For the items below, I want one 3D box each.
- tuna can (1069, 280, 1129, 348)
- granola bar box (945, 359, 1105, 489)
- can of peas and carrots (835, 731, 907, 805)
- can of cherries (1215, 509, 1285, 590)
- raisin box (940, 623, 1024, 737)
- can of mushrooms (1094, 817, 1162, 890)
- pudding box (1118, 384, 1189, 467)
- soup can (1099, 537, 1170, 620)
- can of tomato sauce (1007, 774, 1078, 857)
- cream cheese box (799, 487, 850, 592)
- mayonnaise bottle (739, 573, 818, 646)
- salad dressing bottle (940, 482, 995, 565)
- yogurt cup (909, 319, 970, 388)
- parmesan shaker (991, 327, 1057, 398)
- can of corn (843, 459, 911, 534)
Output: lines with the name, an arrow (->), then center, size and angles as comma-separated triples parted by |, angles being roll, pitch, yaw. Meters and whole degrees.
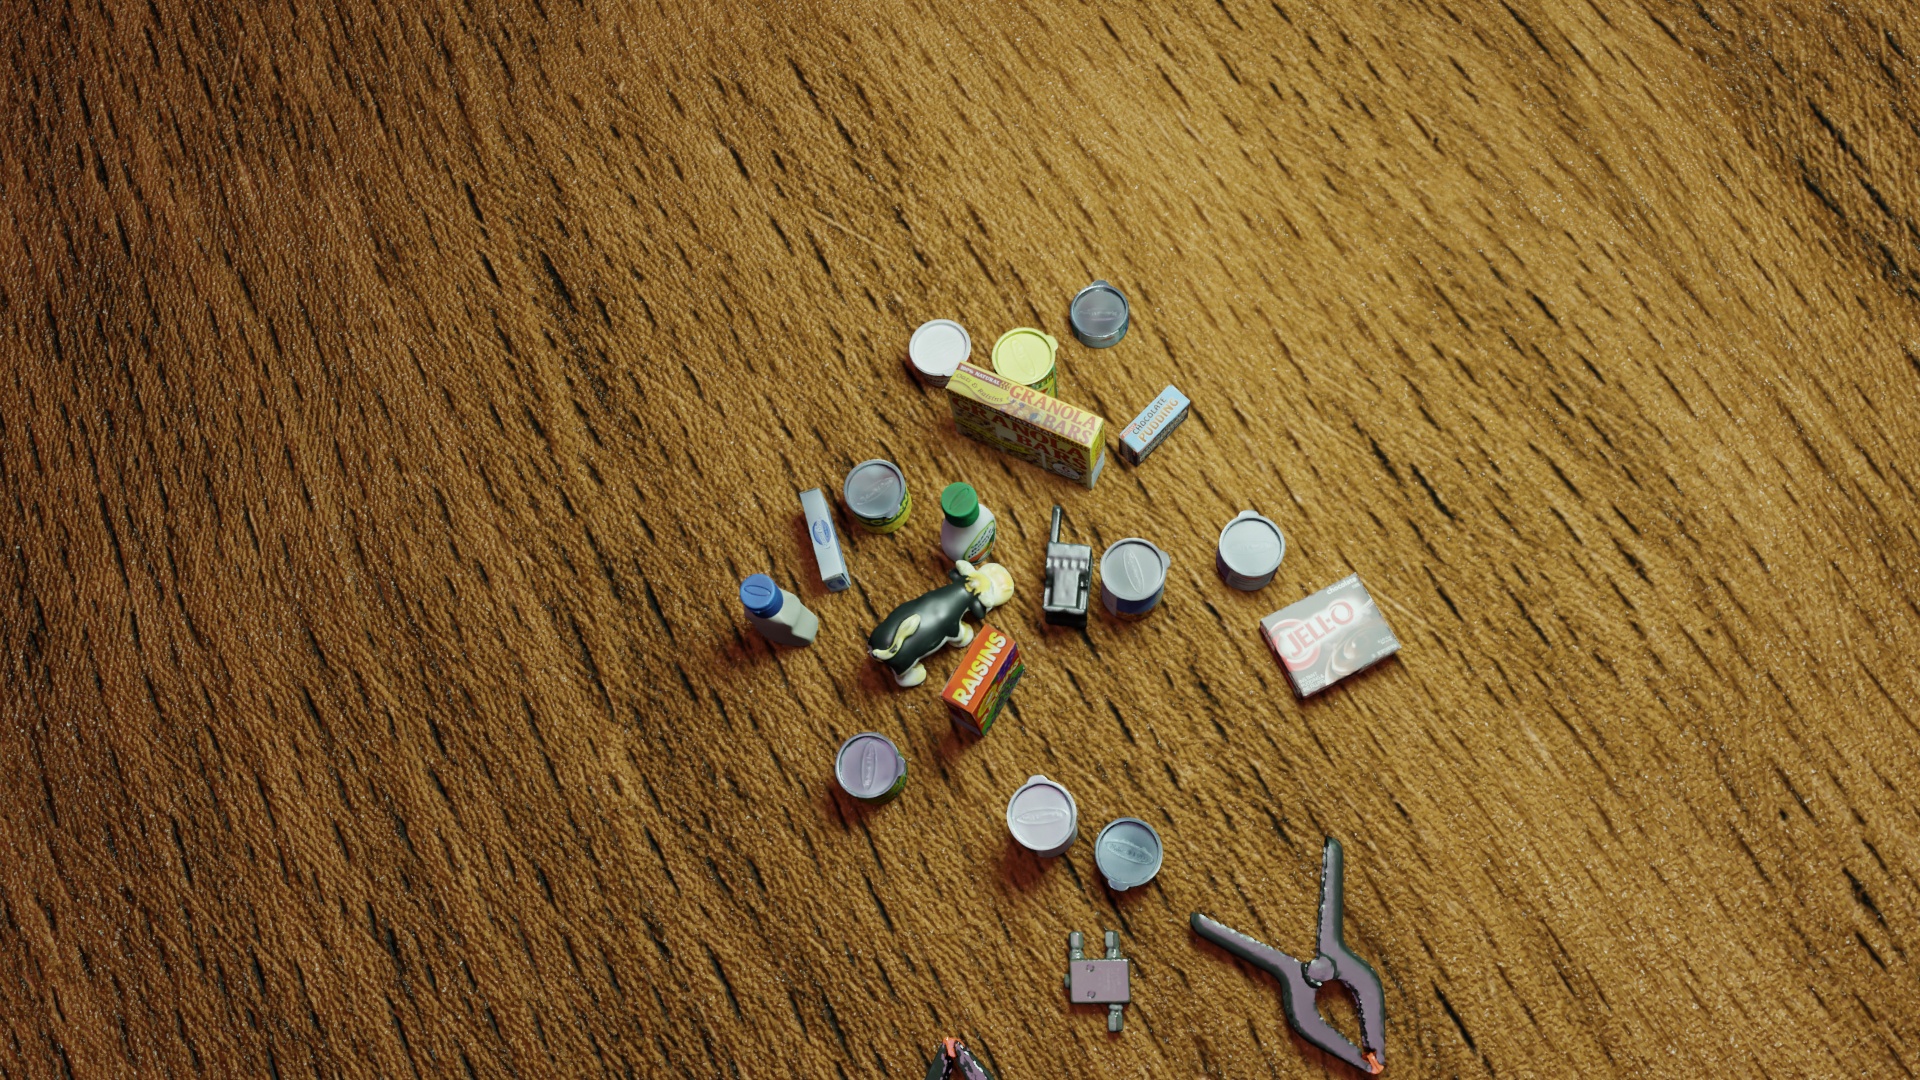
tuna can -> 0.156, -0.253, 1.556 | 0.071, 0.032, 0.071 | -2, 71, 6
granola bar box -> 0.072, -0.122, 1.472 | 0.166, 0.124, 0.039 | 24, 76, 13
can of peas and carrots -> -0.087, 0.231, 1.404 | 0.071, 0.058, 0.071 | -2, 71, 6
can of cherries -> 0.299, 0.011, 1.437 | 0.071, 0.058, 0.071 | -2, 71, 6
raisin box -> 0.023, 0.141, 1.388 | 0.040, 0.123, 0.086 | 30, 77, 15
can of mushrooms -> 0.164, 0.309, 1.363 | 0.071, 0.033, 0.071 | -2, 71, 6
pudding box -> 0.208, -0.124, 1.497 | 0.084, 0.049, 0.030 | -44, 73, -9
soup can -> 0.180, 0.041, 1.426 | 0.071, 0.083, 0.071 | -2, 71, 6
can of tomato sauce -> 0.081, 0.271, 1.359 | 0.071, 0.083, 0.071 | -2, 71, 6
cream cheese box -> -0.145, 0.000, 1.491 | 0.024, 0.053, 0.104 | -18, 70, 0
mayonnaise bottle -> -0.190, 0.072, 1.422 | 0.065, 0.147, 0.041 | 11, 73, 10
salad dressing bottle -> 0.005, -0.018, 1.431 | 0.044, 0.147, 0.064 | 38, 80, 16
yogurt cup -> -0.020, -0.205, 1.547 | 0.072, 0.053, 0.072 | -2, 71, 6
parmesan shaker -> 0.074, -0.179, 1.502 | 0.071, 0.103, 0.071 | -2, 72, 6
can of corn -> -0.087, -0.044, 1.498 | 0.071, 0.058, 0.071 | -2, 71, 6
